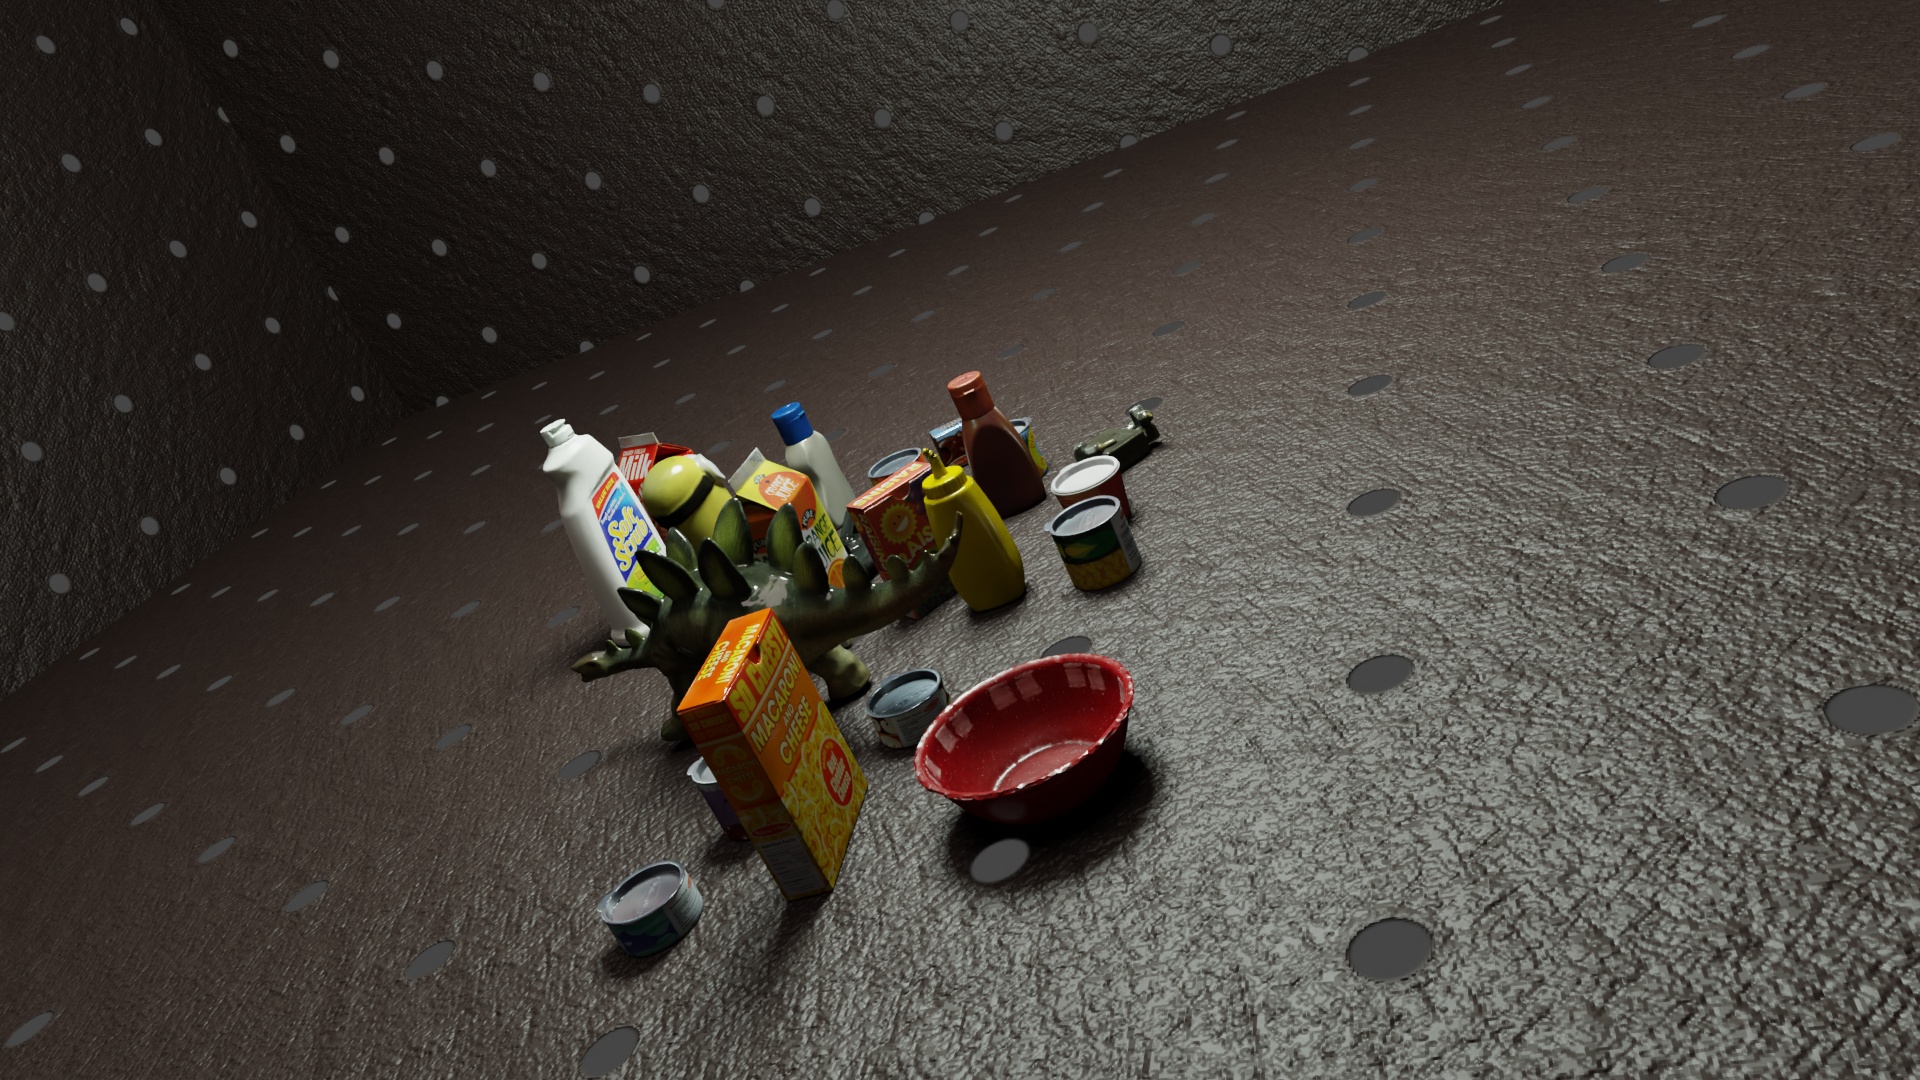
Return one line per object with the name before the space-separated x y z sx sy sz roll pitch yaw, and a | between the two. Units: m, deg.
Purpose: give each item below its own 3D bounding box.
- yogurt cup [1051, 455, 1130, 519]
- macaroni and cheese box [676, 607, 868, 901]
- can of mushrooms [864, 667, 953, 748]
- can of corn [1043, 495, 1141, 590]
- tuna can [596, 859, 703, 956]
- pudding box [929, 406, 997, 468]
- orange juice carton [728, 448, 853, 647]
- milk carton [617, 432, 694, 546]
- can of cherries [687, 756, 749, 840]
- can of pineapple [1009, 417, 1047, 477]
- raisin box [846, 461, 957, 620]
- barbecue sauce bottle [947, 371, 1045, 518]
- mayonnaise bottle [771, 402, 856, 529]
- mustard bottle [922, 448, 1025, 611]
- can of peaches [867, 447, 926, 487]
yogurt cup | 0.126 -0.040 1.306 0.072 0.053 0.073 -21 22 9
macaroni and cheese box | -0.127 0.149 0.984 0.040 0.166 0.124 -18 22 17
can of mushrooms | -0.040 0.133 1.110 0.071 0.033 0.071 -21 22 9
can of corn | 0.115 0.003 1.211 0.071 0.058 0.071 -21 22 9
tuna can | -0.223 0.265 0.999 0.071 0.032 0.071 -21 22 9
pudding box | 0.011 -0.120 1.619 0.084 0.049 0.030 -27 21 -6
orange juice carton | -0.161 0.010 1.305 0.073 0.192 0.072 -15 23 25
milk carton | -0.329 -0.038 1.600 0.072 0.190 0.074 -5 29 42
can of cherries | -0.168 0.190 1.079 0.071 0.058 0.072 -21 22 9
can of pineapple | 0.055 -0.091 1.493 0.071 0.057 0.071 -21 22 9
raisin box | -0.042 0.000 1.297 0.086 0.123 0.040 -35 23 -24
barbecue sauce bottle | 0.032 -0.098 1.411 0.065 0.148 0.044 -24 21 4
mayonnaise bottle | -0.170 -0.086 1.598 0.041 0.147 0.065 -12 24 30
mustard bottle | 0.004 -0.015 1.233 0.065 0.159 0.049 -20 22 13
can of peaches | -0.062 -0.062 1.551 0.071 0.058 0.071 -21 22 9
